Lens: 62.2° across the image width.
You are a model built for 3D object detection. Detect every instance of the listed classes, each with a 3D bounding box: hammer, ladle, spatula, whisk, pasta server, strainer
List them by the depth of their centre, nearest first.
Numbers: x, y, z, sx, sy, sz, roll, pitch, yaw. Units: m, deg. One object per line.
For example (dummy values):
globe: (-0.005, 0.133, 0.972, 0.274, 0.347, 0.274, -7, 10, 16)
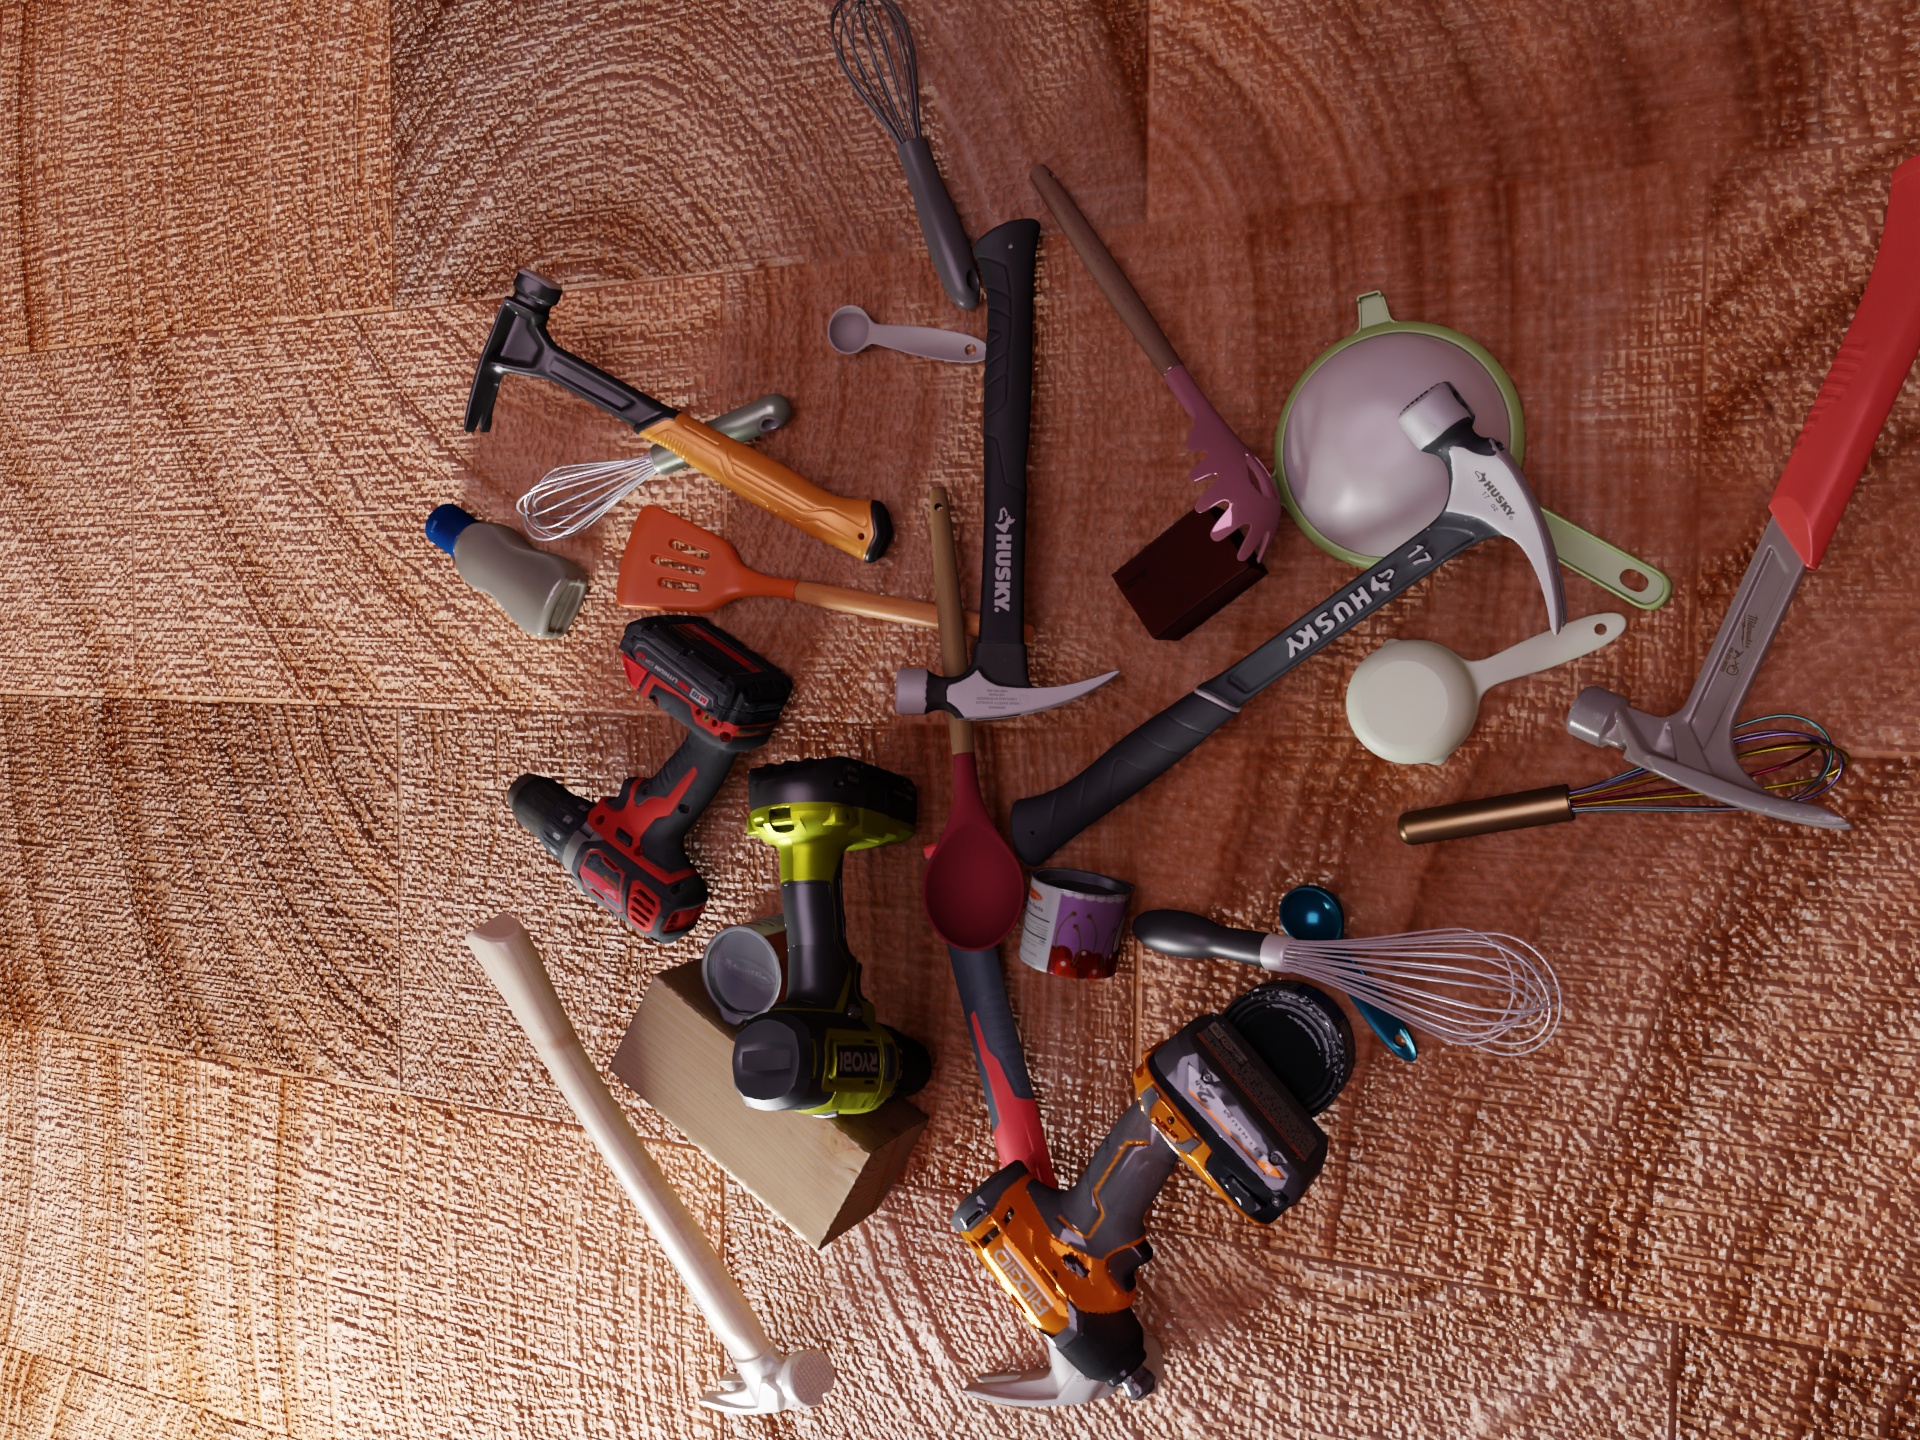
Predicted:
hammer: (0.461, -0.127, 0.834, 0.149, 0.036, 0.359, 27, 97, 37)
whisk: (0.371, 0.040, 0.912, 0.245, 0.047, 0.051, -13, 88, 29)
strainer: (0.293, -0.137, 0.926, 0.256, 0.069, 0.151, 36, 107, 22)
whisk: (0.221, 0.147, 0.960, 0.285, 0.070, 0.070, 5, 95, 42)
hammer: (0.176, -0.020, 0.971, 0.409, 0.036, 0.149, -39, 84, 34)
pasta server: (0.117, -0.236, 1.011, 0.040, 0.060, 0.316, -43, 64, 33)
hammer: (0.036, -0.167, 1.055, 0.146, 0.035, 0.335, 2, 86, 1)
ladle: (-0.002, -0.003, 1.074, 0.069, 0.031, 0.315, -6, 84, 4)
whisk: (-0.034, -0.393, 1.091, 0.055, 0.055, 0.239, -22, 86, 25)
hammer: (0.024, 0.274, 1.096, 0.143, 0.038, 0.386, -17, 85, 27)
spatula: (-0.099, -0.091, 1.138, 0.323, 0.041, 0.081, 12, 83, 24)
hammer: (-0.201, -0.197, 1.149, 0.337, 0.034, 0.127, 29, 104, 9)
hammer: (-0.243, 0.325, 1.157, 0.146, 0.038, 0.410, -29, 93, 45)
whisk: (-0.233, -0.194, 1.199, 0.246, 0.057, 0.059, -18, 63, 21)

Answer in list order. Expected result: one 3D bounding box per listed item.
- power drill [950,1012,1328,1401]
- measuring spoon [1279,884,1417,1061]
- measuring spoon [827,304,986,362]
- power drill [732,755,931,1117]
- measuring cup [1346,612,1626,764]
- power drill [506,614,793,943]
power drill: (0.117, 0.308, 0.988, 0.226, 0.084, 0.164, -47, 74, 23)
measuring spoon: (0.248, 0.156, 0.994, 0.042, 0.021, 0.128, -39, 84, 40)
measuring spoon: (-0.035, -0.267, 1.116, 0.124, 0.018, 0.034, 14, 98, 18)
power drill: (-0.078, 0.151, 1.076, 0.080, 0.190, 0.229, -8, 74, 26)
measuring cup: (0.308, -0.027, 0.940, 0.167, 0.038, 0.083, -24, 82, 27)
power drill: (-0.242, 0.032, 1.197, 0.188, 0.080, 0.226, 33, 109, 22)
